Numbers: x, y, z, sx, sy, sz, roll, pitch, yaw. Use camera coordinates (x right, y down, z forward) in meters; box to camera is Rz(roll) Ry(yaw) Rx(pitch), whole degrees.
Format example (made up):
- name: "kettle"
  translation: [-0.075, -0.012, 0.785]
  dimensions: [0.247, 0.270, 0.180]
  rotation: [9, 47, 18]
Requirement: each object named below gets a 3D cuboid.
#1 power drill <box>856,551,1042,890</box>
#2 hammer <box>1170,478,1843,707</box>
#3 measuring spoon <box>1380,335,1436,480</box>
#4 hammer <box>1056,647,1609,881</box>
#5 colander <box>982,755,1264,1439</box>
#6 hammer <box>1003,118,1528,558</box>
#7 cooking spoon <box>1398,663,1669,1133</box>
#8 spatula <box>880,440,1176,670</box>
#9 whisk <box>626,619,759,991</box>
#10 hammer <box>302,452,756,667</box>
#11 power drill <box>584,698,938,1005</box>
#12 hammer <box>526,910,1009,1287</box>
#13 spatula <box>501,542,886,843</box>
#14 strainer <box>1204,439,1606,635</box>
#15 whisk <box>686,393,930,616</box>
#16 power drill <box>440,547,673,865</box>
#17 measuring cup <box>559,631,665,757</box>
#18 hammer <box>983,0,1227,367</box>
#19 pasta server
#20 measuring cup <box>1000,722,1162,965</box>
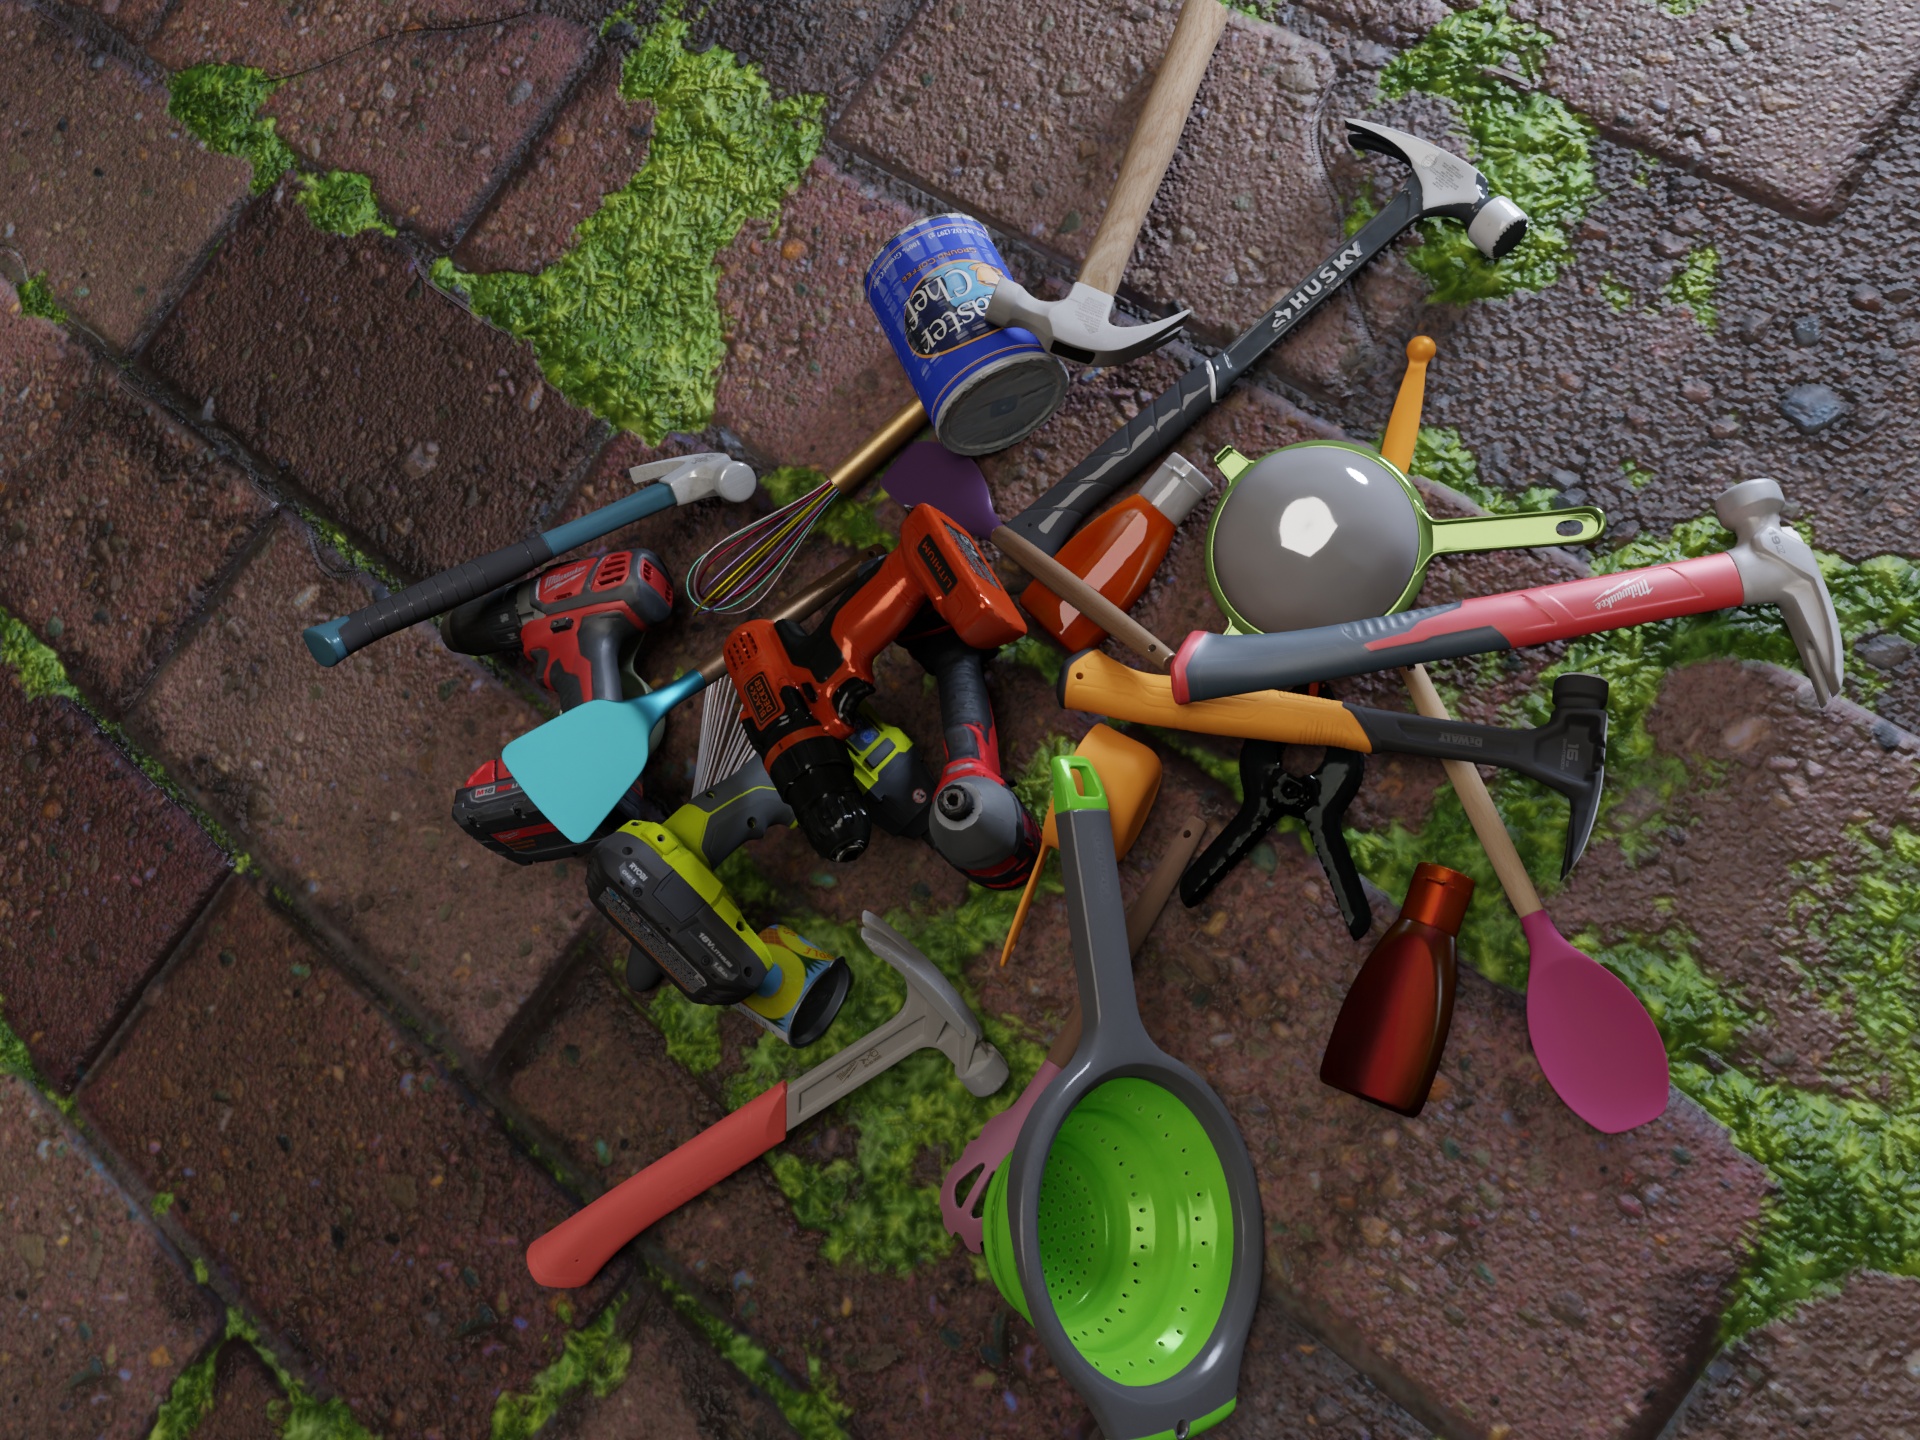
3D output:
- name: "power drill"
  translation: [-0.002, -0.003, 1.056]
  dimensions: [0.078, 0.143, 0.220]
  rotation: [-16, 69, 11]
- name: "hammer"
  translation: [0.322, -0.044, 0.964]
  dimensions: [0.386, 0.038, 0.143]
  rotation: [-11, 67, 4]
- name: "measuring spoon"
  translation: [0.301, -0.208, 1.075]
  dimensions: [0.021, 0.011, 0.117]
  rotation: [12, 80, 21]
- name: "hammer"
  translation: [0.225, 0.009, 0.995]
  dimensions: [0.337, 0.034, 0.127]
  rotation: [9, 70, 12]
- name: "colander"
  translation: [0.071, 0.223, 0.963]
  dimensions: [0.094, 0.204, 0.397]
  rotation: [-20, 73, 46]
- name: "hammer"
  translation: [0.188, -0.255, 1.116]
  dimensions: [0.409, 0.036, 0.149]
  rotation: [-40, 66, 5]
- name: "cooking spoon"
  translation: [0.340, 0.095, 0.977]
  dimensions: [0.069, 0.017, 0.319]
  rotation: [-27, 69, 17]
- name: "spatula"
  translation: [0.043, -0.118, 1.096]
  dimensions: [0.060, 0.018, 0.316]
  rotation: [-48, 50, 2]
- name: "whisk"
  translation: [-0.182, 0.062, 1.151]
  dimensions: [0.070, 0.070, 0.284]
  rotation: [20, 88, 23]
- name: "hammer"
  translation: [-0.316, -0.121, 1.164]
  dimensions: [0.331, 0.033, 0.128]
  rotation: [-28, 24, -19]
- name: "power drill"
  translation: [-0.121, 0.075, 1.058]
  dimensions: [0.171, 0.080, 0.223]
  rotation: [45, 61, -1]
- name: "hammer"
  translation: [-0.152, 0.272, 1.058]
  dimensions: [0.359, 0.037, 0.149]
  rotation: [-34, 111, 13]
- name: "spatula"
  translation: [-0.166, -0.039, 1.103]
  dimensions: [0.082, 0.044, 0.317]
  rotation: [48, 58, 5]
- name: "strainer"
  translation: [0.278, -0.123, 1.025]
  dimensions: [0.256, 0.069, 0.151]
  rotation: [-2, 78, 21]
- name: "whisk"
  translation: [-0.111, -0.162, 1.193]
  dimensions: [0.245, 0.047, 0.051]
  rotation: [-42, 65, 0]
- name: "power drill"
  translation: [-0.306, -0.014, 1.157]
  dimensions: [0.188, 0.080, 0.227]
  rotation: [-11, 59, 18]
- name: "measuring cup"
  translation: [-0.247, -0.037, 1.210]
  dimensions: [0.083, 0.038, 0.168]
  rotation: [4, 66, 25]
- name: "hammer"
  translation: [0.131, -0.390, 1.134]
  dimensions: [0.130, 0.031, 0.331]
  rotation: [23, 69, -3]
- name: "pasta server"
  translation: [0.078, 0.201, 1.037]
  dimensions: [0.060, 0.040, 0.316]
  rotation: [28, 82, 23]
- name: "measuring cup"
  translation: [0.079, 0.090, 1.038]
  dimensions: [0.052, 0.095, 0.173]
  rotation: [23, 94, 15]
